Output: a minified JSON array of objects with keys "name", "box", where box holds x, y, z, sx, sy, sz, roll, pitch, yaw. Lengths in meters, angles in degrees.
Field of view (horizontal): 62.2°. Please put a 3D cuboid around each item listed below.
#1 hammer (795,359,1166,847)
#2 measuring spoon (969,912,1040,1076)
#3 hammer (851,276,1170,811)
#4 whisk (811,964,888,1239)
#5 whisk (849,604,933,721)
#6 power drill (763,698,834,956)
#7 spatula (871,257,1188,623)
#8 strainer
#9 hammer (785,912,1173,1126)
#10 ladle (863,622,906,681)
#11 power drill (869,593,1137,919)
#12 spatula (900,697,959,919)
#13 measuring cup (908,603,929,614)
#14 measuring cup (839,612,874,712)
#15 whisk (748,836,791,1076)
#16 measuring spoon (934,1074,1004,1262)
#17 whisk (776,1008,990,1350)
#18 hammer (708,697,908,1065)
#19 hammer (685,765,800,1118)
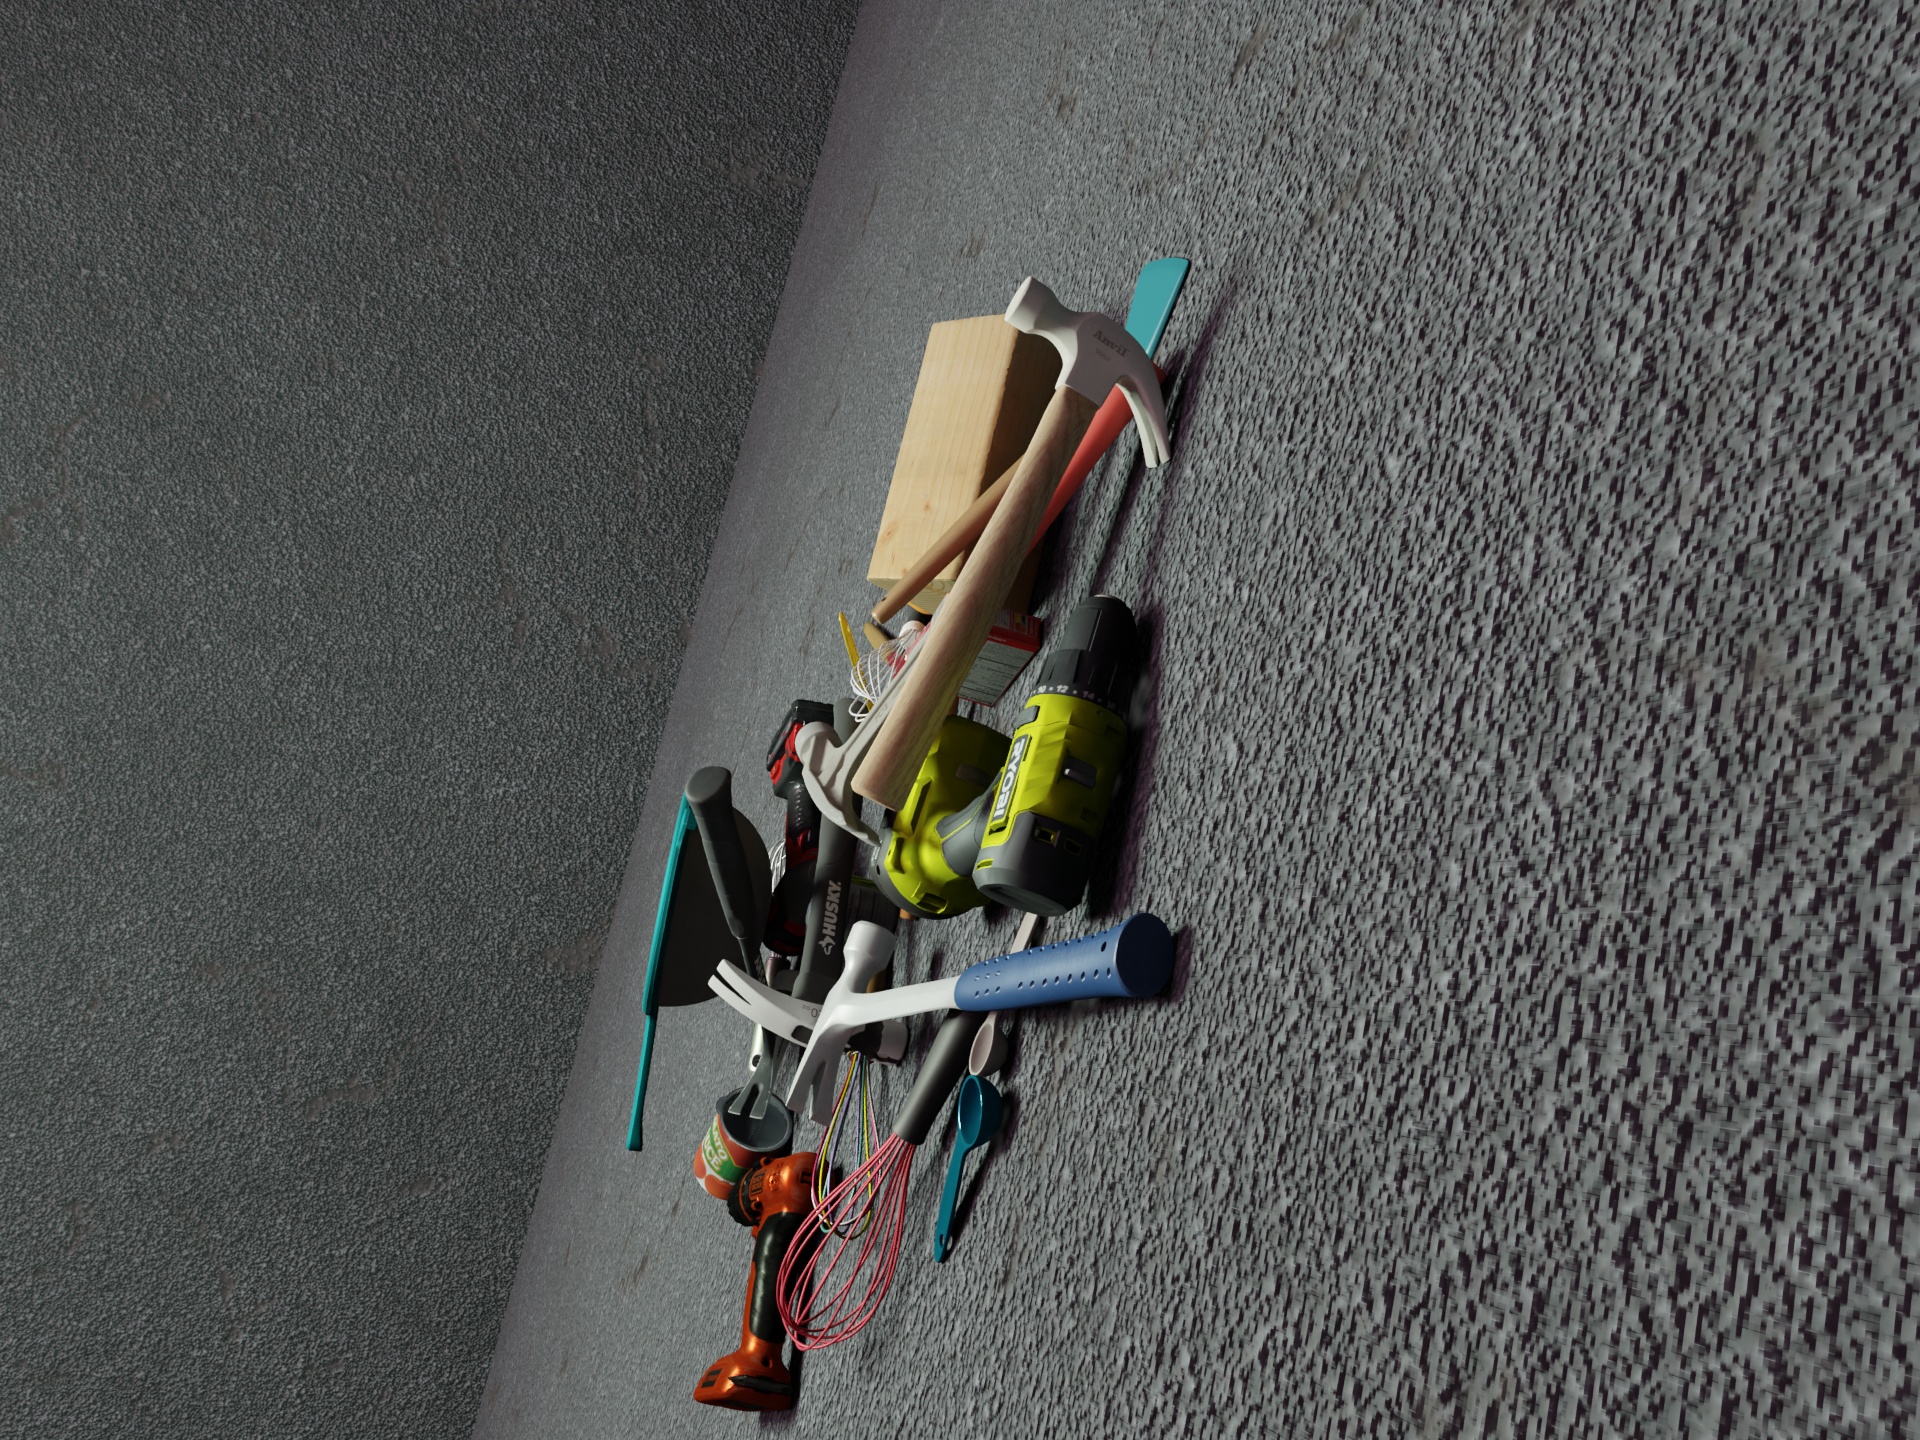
[{"name":"hammer","box":[0.016,-0.087,1.040,0.359,0.036,0.149,-53,28,6]},{"name":"measuring spoon","box":[0.035,0.160,0.970,0.124,0.018,0.034,-69,14,-8]},{"name":"hammer","box":[0.024,-0.097,0.973,0.331,0.130,0.031,-64,14,-7]},{"name":"whisk","box":[-0.074,0.270,1.176,0.245,0.047,0.051,-84,17,-46]},{"name":"whisk","box":[-0.042,-0.057,1.297,0.285,0.070,0.070,-74,7,-68]},{"name":"power drill","box":[-0.139,0.098,1.494,0.143,0.078,0.220,126,152,-52]},{"name":"spatula","box":[0.046,-0.189,1.096,0.317,0.044,0.082,-46,21,0]},{"name":"strainer","box":[-0.231,0.227,1.429,0.211,0.095,0.340,-138,58,-81]},{"name":"hammer","box":[-0.002,0.168,0.955,0.405,0.035,0.144,-27,36,60]},{"name":"ladle","box":[-0.064,-0.063,1.489,0.315,0.031,0.069,-132,62,-73]},{"name":"power drill","box":[0.032,0.033,0.990,0.228,0.080,0.191,-30,40,64]},{"name":"spatula","box":[-0.002,-0.004,1.235,0.081,0.041,0.323,174,108,-73]},{"name":"measuring cup","box":[0.011,-0.161,1.309,0.173,0.052,0.095,-49,-5,-7]},{"name":"measuring cup","box":[-0.065,-0.027,1.305,0.062,0.029,0.156,-93,-12,-54]},{"name":"whisk","box":[-0.176,0.226,1.547,0.059,0.058,0.246,47,-133,-62]},{"name":"measuring spoon","box":[0.006,0.272,0.956,0.042,0.021,0.128,-124,44,-65]},{"name":"whisk","box":[-0.042,0.284,1.027,0.296,0.073,0.073,-63,18,11]},{"name":"hammer","box":[-0.103,0.107,1.250,0.335,0.146,0.035,-86,22,-44]},{"name":"hammer","box":[-0.174,0.174,1.276,0.408,0.036,0.149,87,-165,-51]}]
